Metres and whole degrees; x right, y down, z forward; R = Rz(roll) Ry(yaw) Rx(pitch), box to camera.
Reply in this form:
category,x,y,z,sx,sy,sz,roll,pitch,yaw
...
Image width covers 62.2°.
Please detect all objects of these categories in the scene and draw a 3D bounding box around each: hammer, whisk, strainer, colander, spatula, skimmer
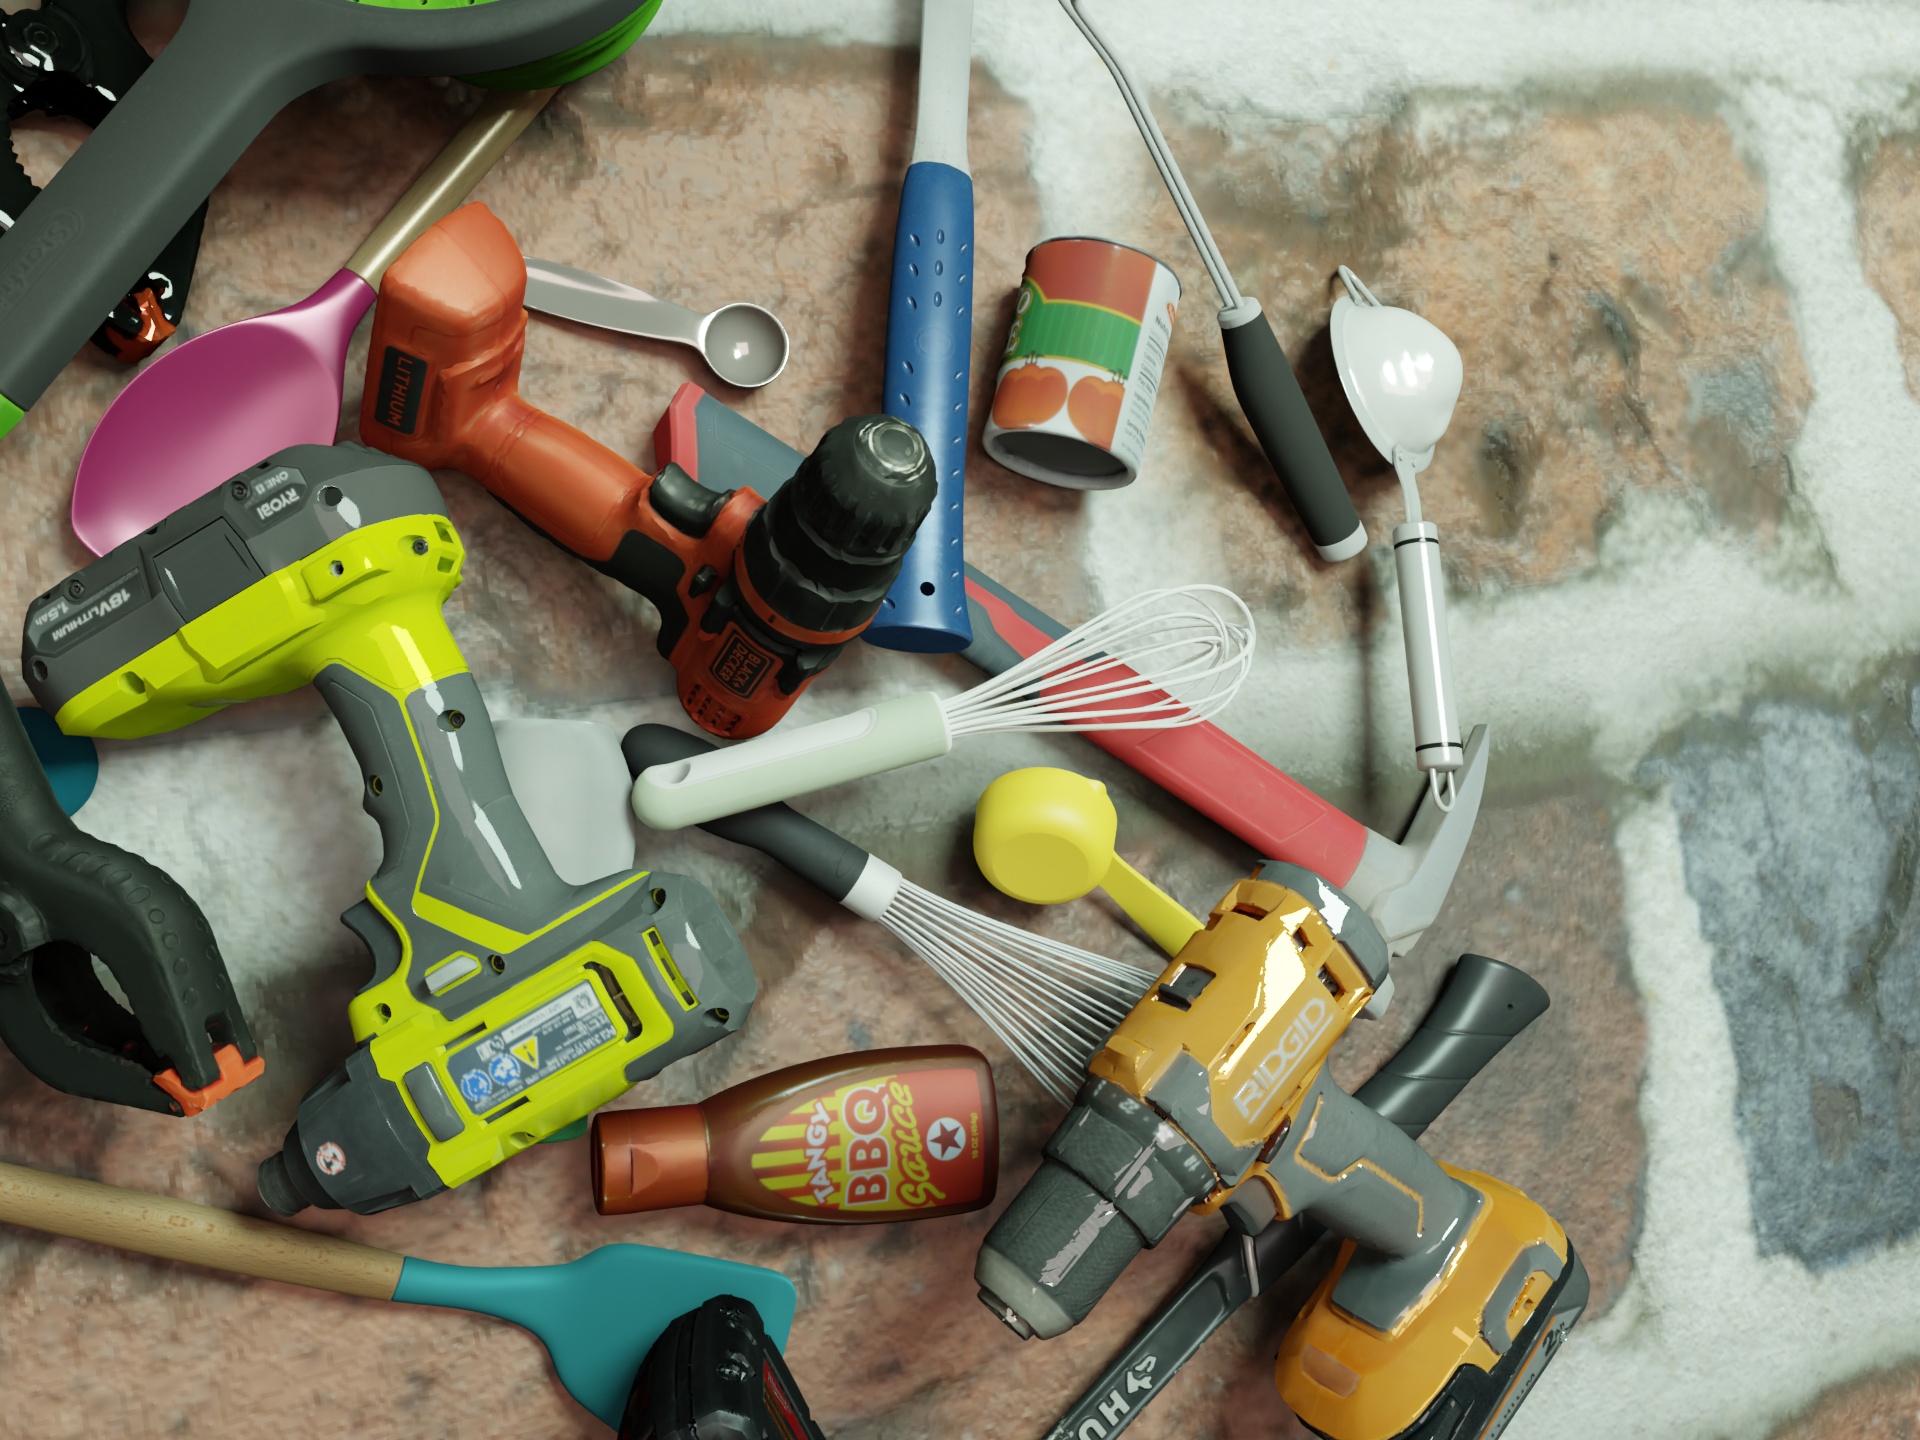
category,x,y,z,sx,sy,sz,roll,pitch,yaw
hammer,-0.014,-0.227,0.630,0.144,0.035,0.406,7,76,-19
whisk,-0.001,-0.002,0.592,0.246,0.058,0.059,-15,122,-13
hammer,0.107,0.240,0.653,0.409,0.036,0.149,-39,99,-19
hammer,0.052,-0.030,0.657,0.386,0.038,0.143,33,74,-14
whisk,-0.007,0.081,0.618,0.284,0.070,0.070,33,75,-9
strainer,0.200,-0.088,0.694,0.086,0.050,0.258,9,73,-45
colander,-0.207,-0.227,0.542,0.204,0.094,0.397,31,78,10
spatula,-0.216,0.186,0.536,0.317,0.044,0.082,19,92,-16
skimmer,0.112,-0.232,0.636,0.090,0.127,0.363,-30,114,3

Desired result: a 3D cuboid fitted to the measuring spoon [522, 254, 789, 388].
category,x,y,z,sx,sy,sz,roll,pitch,yaw
measuring spoon,-0.128,-0.157,0.620,0.124,0.018,0.034,14,80,-11

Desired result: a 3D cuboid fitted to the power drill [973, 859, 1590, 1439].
category,x,y,z,sx,sy,sz,roll,pitch,yaw
power drill,0.119,0.189,0.580,0.185,0.084,0.226,-46,115,-18

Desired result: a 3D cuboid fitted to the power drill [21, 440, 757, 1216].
category,x,y,z,sx,sy,sz,roll,pitch,yaw
power drill,-0.193,0.040,0.516,0.171,0.080,0.223,-30,89,4

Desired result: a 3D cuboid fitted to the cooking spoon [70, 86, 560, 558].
category,x,y,z,sx,sy,sz,roll,pitch,yaw
cooking spoon,-0.206,-0.180,0.588,0.068,0.017,0.319,42,72,-29

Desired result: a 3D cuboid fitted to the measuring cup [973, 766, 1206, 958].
category,x,y,z,sx,sy,sz,roll,pitch,yaw
measuring cup,0.067,0.078,0.645,0.156,0.062,0.029,41,35,-21

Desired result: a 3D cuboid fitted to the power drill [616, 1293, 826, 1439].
category,x,y,z,sx,sy,sz,roll,pitch,yaw
power drill,-0.149,0.287,0.513,0.219,0.078,0.143,-26,99,-3

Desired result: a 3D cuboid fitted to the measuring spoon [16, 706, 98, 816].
category,x,y,z,sx,sy,sz,roll,pitch,yaw
measuring spoon,-0.325,0.056,0.521,0.042,0.021,0.129,21,78,-17
